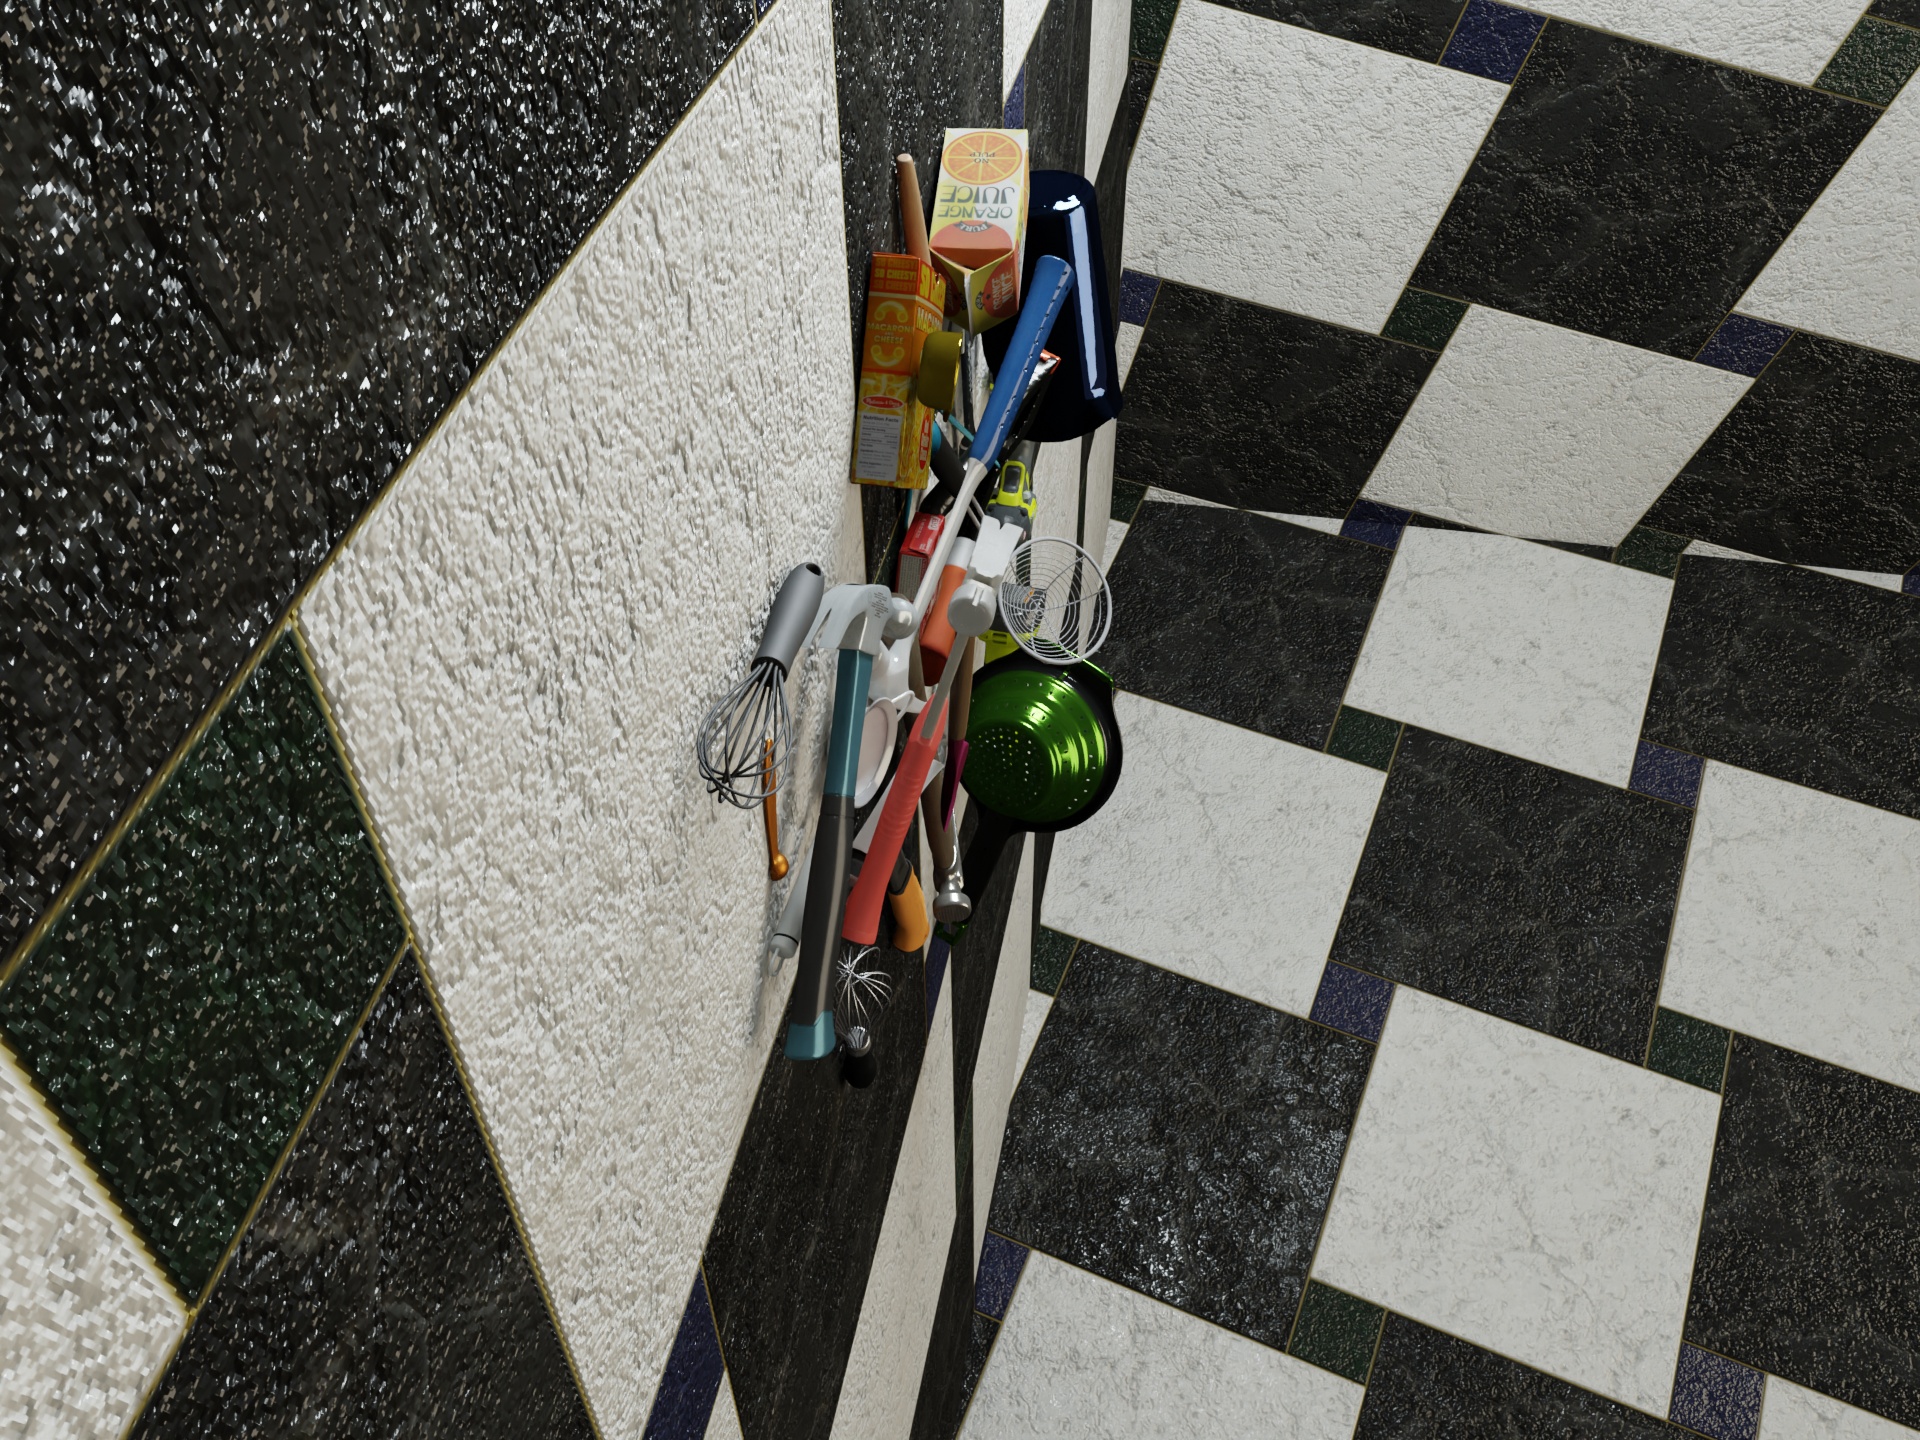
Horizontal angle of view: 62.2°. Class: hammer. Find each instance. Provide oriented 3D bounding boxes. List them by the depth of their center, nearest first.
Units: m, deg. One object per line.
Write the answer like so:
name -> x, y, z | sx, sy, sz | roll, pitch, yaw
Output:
hammer -> -0.085, 0.066, 1.099 | 0.128, 0.033, 0.331 | 21, 75, -65
hammer -> -0.031, 0.024, 1.197 | 0.149, 0.036, 0.358 | -72, -178, -59
hammer -> 0.011, -0.194, 1.291 | 0.406, 0.035, 0.144 | -69, 157, -15
hammer -> -0.051, 0.142, 1.456 | 0.127, 0.034, 0.336 | -60, 166, -19
hammer -> -0.035, 0.023, 1.480 | 0.410, 0.038, 0.146 | 81, 1, -51
hammer -> 0.009, -0.286, 1.589 | 0.408, 0.036, 0.149 | 86, 15, -54

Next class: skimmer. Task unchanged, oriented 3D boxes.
skimmer -> 0.047, -0.175, 1.454 | 0.127, 0.090, 0.362 | -67, 151, -18

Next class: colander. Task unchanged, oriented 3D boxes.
colander -> 0.037, 0.104, 1.753 | 0.094, 0.204, 0.397 | -35, 152, -60

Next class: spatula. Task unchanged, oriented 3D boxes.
spatula -> -0.018, -0.332, 1.318 | 0.082, 0.044, 0.317 | 49, -18, 33

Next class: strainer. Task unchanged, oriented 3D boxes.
strainer -> -0.095, 0.074, 1.159 | 0.086, 0.050, 0.259 | 81, 23, -51

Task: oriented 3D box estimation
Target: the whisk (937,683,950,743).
whisk -> -0.011, -0.062, 1.628 | 0.059, 0.058, 0.246 | -35, 147, -30

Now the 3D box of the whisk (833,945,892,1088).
whisk -> -0.086, 0.255, 1.321 | 0.284, 0.070, 0.070 | 92, 8, -61

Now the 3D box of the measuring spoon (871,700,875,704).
measuring spoon -> -0.071, -0.047, 1.314 | 0.034, 0.018, 0.124 | -112, -171, -48

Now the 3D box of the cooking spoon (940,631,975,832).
cooking spoon -> -0.002, -0.004, 1.330 | 0.318, 0.017, 0.069 | 96, 10, -54

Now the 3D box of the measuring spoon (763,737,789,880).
measuring spoon -> -0.121, 0.060, 1.053 | 0.021, 0.011, 0.116 | -72, 166, -54

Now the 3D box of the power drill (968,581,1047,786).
power drill -> 0.050, -0.048, 1.931 | 0.190, 0.080, 0.228 | -59, 157, -70

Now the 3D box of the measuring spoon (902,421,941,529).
measuring spoon -> -0.033, -0.204, 1.335 | 0.128, 0.021, 0.042 | 104, -11, -54

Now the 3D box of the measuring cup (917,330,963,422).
measuring cup -> -0.018, -0.252, 1.203 | 0.156, 0.029, 0.062 | 139, -40, -85

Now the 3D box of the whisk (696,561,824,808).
whisk -> -0.110, -0.029, 0.946 | 0.239, 0.055, 0.055 | -78, 171, -53

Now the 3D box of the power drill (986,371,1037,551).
power drill -> 0.063, -0.303, 1.794 | 0.171, 0.080, 0.223 | -72, 169, -68
